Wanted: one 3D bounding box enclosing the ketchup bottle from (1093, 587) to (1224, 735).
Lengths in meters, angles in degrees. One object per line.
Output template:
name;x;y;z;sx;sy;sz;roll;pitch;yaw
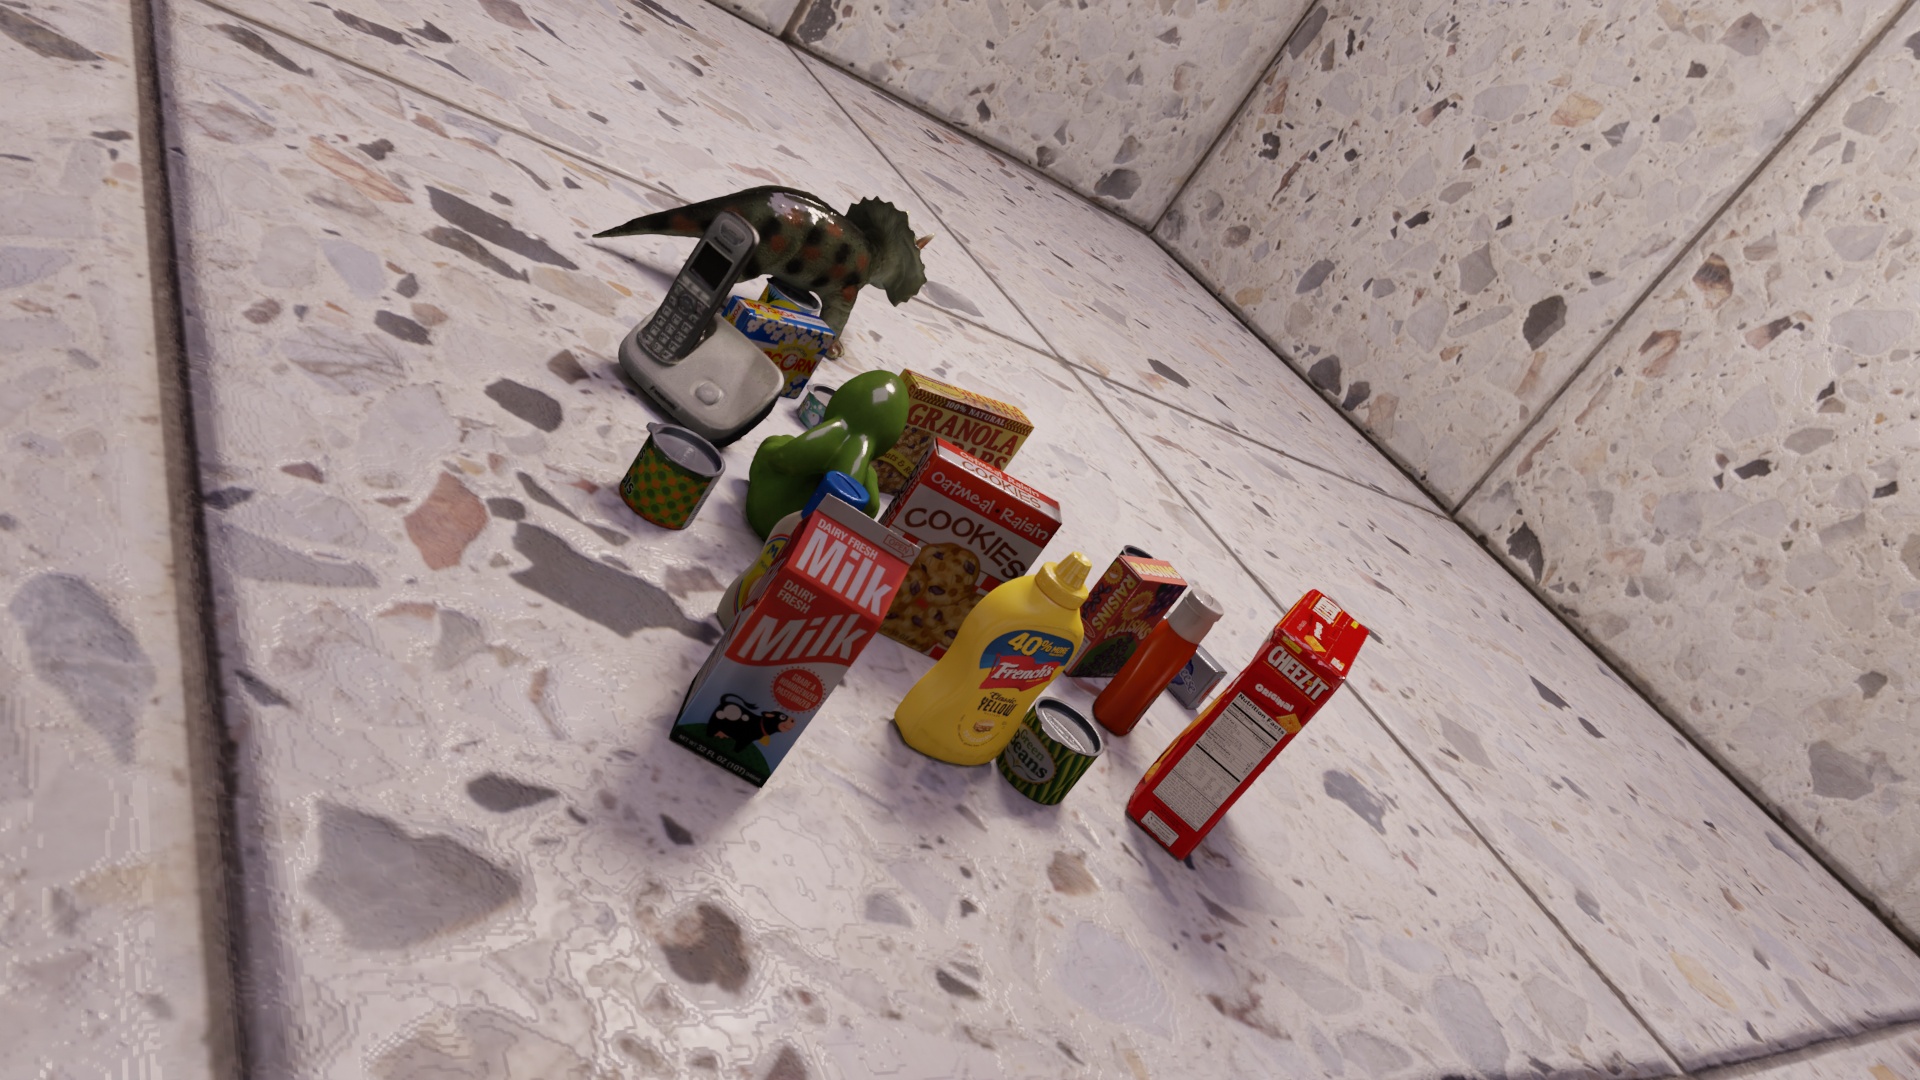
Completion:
ketchup bottle;0.181;0.109;1.265;0.043;0.148;0.065;37;21;4

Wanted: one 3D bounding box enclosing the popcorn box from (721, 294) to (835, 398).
popcorn box;-0.198;-0.196;1.422;0.127;0.085;0.038;5;37;-52

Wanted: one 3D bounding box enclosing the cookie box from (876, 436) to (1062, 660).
cookie box;-0.013;0.012;1.156;0.123;0.166;0.040;28;23;-19

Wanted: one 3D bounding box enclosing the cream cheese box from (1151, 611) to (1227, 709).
cream cheese box;0.220;0.119;1.429;0.024;0.053;0.104;6;36;-52

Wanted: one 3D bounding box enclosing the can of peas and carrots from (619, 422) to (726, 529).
can of peas and carrots;-0.233;-0.052;1.112;0.071;0.058;0.071;30;22;-14

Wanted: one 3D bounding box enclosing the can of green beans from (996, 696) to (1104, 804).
can of green beans;0.071;0.168;1.107;0.071;0.057;0.071;30;22;-14

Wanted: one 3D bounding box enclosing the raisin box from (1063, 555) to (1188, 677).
raisin box;0.150;0.073;1.326;0.086;0.123;0.040;8;34;-50

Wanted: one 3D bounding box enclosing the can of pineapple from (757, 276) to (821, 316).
can of pineapple;-0.203;-0.260;1.582;0.071;0.057;0.071;30;22;-14

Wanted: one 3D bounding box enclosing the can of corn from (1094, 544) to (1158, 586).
can of corn;0.191;0.048;1.526;0.071;0.058;0.071;30;22;-14

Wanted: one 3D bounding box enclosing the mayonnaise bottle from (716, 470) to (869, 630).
mayonnaise bottle;-0.120;0.016;1.016;0.065;0.147;0.041;46;24;26

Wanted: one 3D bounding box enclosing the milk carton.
milk carton;-0.105;0.059;0.894;0.072;0.190;0.074;31;22;-11

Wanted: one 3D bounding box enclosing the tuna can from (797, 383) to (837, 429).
tuna can;-0.137;-0.133;1.452;0.071;0.032;0.071;30;22;-13

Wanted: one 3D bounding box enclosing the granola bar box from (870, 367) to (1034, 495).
granola bar box;-0.022;-0.099;1.426;0.165;0.123;0.039;14;30;-43
